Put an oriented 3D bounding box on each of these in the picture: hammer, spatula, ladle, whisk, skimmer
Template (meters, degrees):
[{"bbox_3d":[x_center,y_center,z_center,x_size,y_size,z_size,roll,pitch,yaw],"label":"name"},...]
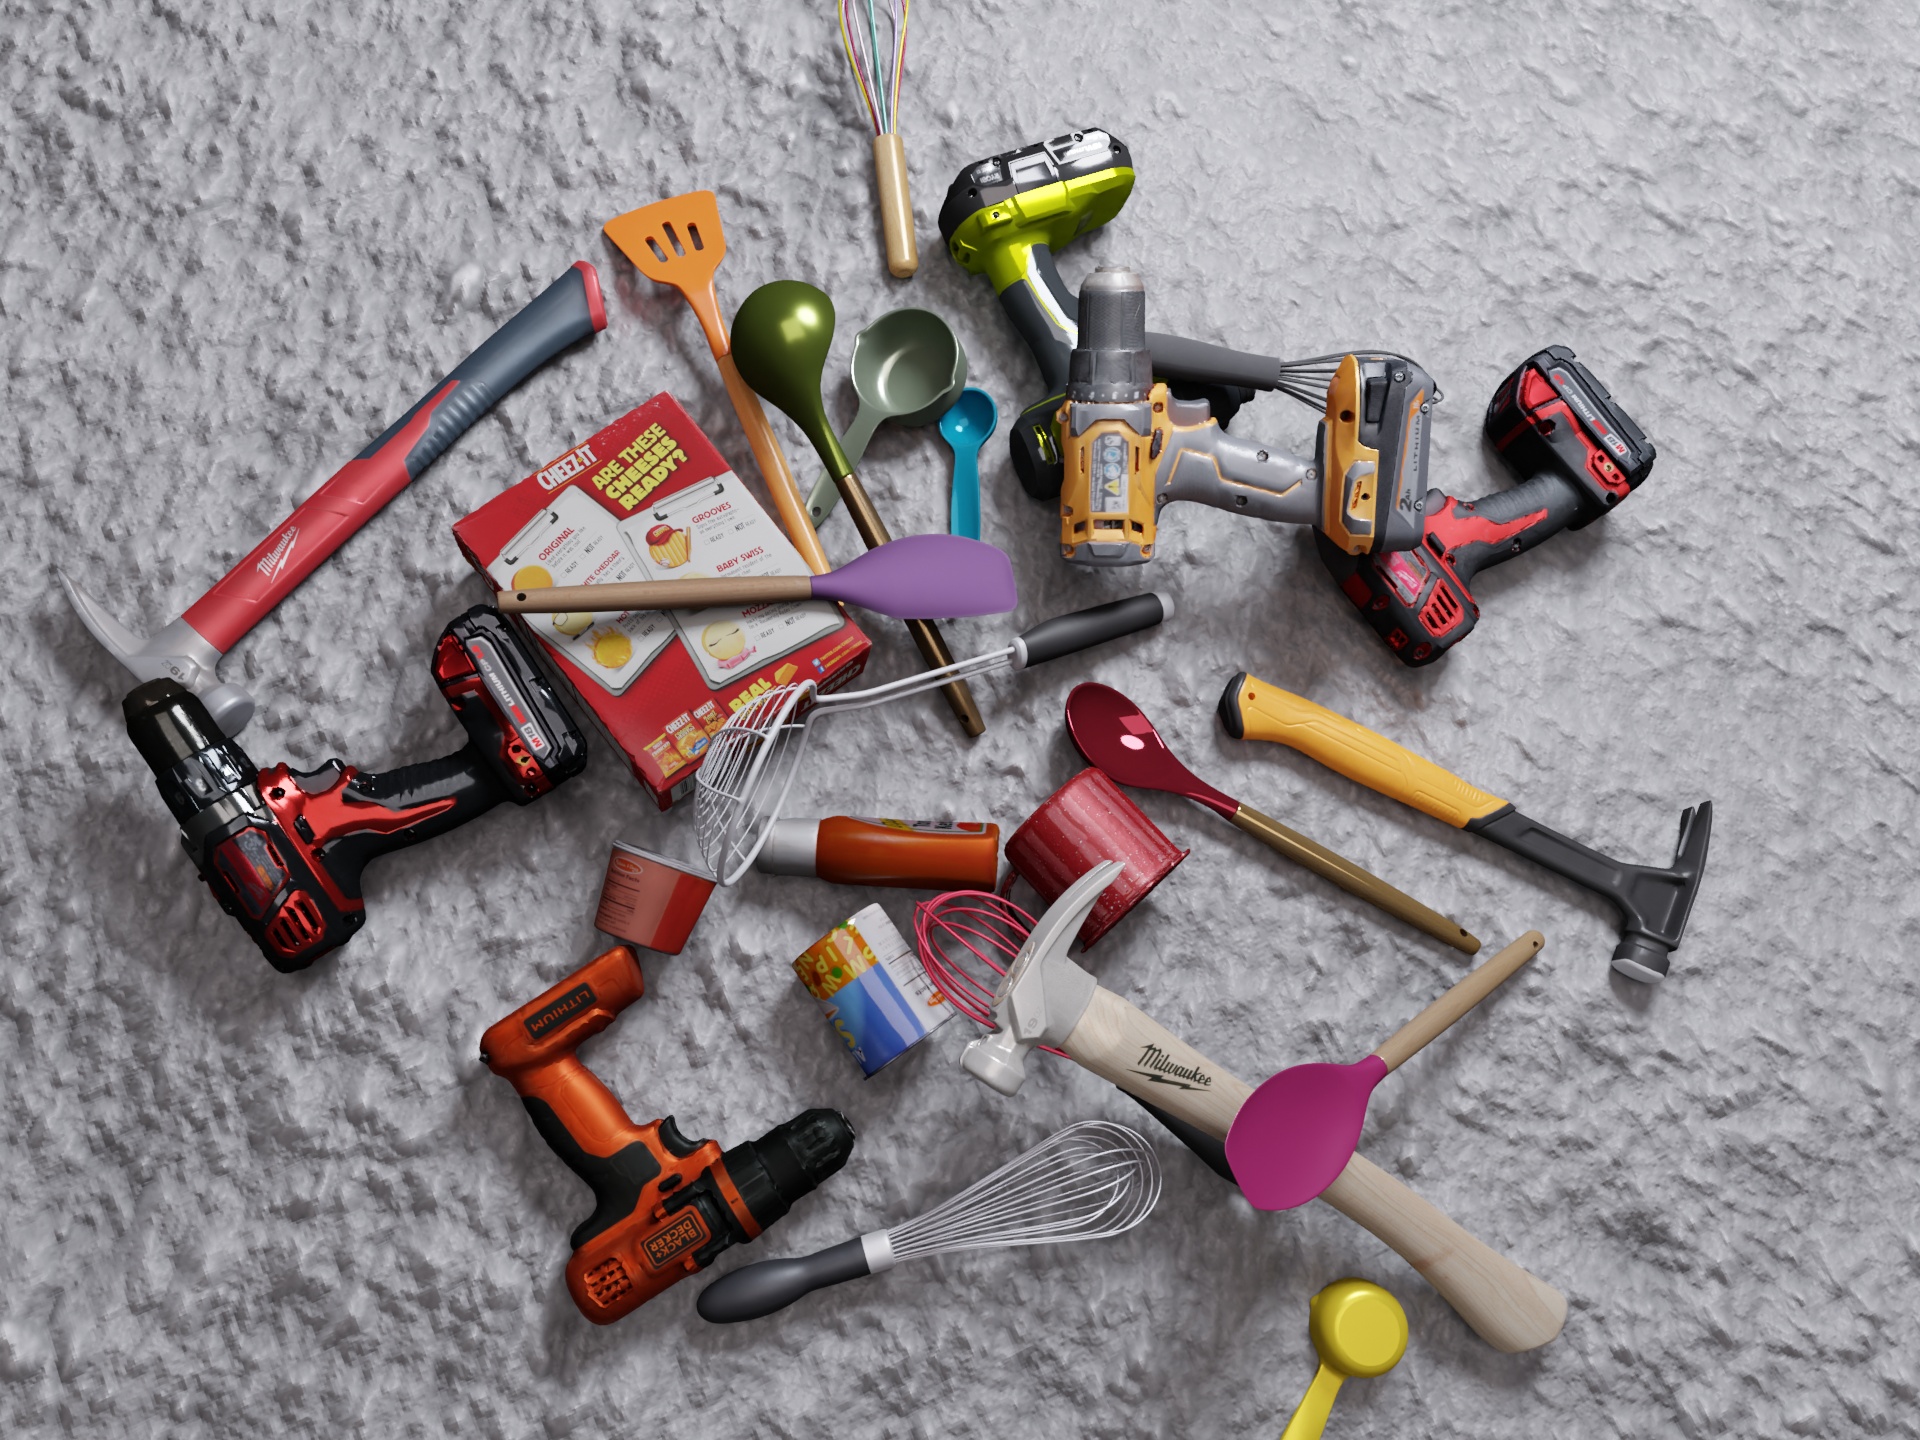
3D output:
[{"bbox_3d":[0.330,0.046,1.052,0.337,0.034,0.127,25,75,0],"label":"hammer"},{"bbox_3d":[-0.117,-0.081,0.965,0.316,0.018,0.060,-5,69,-17],"label":"spatula"},{"bbox_3d":[-0.057,-0.136,1.031,0.078,0.062,0.320,-25,96,29],"label":"ladle"},{"bbox_3d":[-0.051,-0.430,1.122,0.047,0.051,0.245,-5,80,-14],"label":"whisk"},{"bbox_3d":[0.201,0.070,1.034,0.315,0.031,0.069,30,48,-2],"label":"ladle"},{"bbox_3d":[0.087,0.201,0.962,0.295,0.073,0.073,40,75,-7],"label":"whisk"},{"bbox_3d":[-0.383,-0.170,1.020,0.143,0.038,0.386,41,75,6],"label":"hammer"},{"bbox_3d":[-0.017,0.304,0.938,0.284,0.070,0.070,-17,79,-6],"label":"whisk"},{"bbox_3d":[0.204,-0.230,1.046,0.239,0.055,0.055,7,76,-9],"label":"whisk"},{"bbox_3d":[0.202,0.245,0.938,0.410,0.038,0.146,34,81,-12],"label":"hammer"},{"bbox_3d":[-0.002,-0.003,0.972,0.363,0.127,0.090,-19,58,-27],"label":"skimmer"},{"bbox_3d":[-0.146,-0.217,1.064,0.081,0.041,0.323,-22,82,-11],"label":"spatula"}]

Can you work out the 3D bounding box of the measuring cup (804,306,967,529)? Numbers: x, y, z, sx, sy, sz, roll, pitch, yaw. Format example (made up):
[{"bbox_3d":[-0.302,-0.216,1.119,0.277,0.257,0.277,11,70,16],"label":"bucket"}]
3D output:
[{"bbox_3d":[-0.055,-0.196,1.069,0.083,0.038,0.167,32,93,21],"label":"measuring cup"}]

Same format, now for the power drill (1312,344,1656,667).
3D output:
[{"bbox_3d":[0.346,-0.150,1.084,0.219,0.078,0.143,-37,83,-11],"label":"power drill"}]

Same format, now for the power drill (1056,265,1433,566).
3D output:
[{"bbox_3d":[0.173,-0.189,0.995,0.226,0.084,0.185,1,105,5],"label":"power drill"}]

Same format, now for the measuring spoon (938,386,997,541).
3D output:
[{"bbox_3d":[0.007,-0.160,1.076,0.042,0.021,0.129,-1,84,20],"label":"measuring spoon"}]

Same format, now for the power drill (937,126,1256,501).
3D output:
[{"bbox_3d":[0.090,-0.277,1.085,0.171,0.080,0.223,-20,83,-10],"label":"power drill"}]

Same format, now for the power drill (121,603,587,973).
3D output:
[{"bbox_3d":[-0.357,0.016,0.943,0.226,0.080,0.188,-33,96,-10],"label":"power drill"}]

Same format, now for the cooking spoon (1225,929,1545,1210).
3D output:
[{"bbox_3d":[0.263,0.195,0.950,0.319,0.017,0.069,-24,87,-37],"label":"cooking spoon"}]

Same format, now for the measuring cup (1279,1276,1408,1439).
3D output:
[{"bbox_3d":[0.218,0.409,0.951,0.062,0.029,0.156,31,73,2],"label":"measuring cup"}]
